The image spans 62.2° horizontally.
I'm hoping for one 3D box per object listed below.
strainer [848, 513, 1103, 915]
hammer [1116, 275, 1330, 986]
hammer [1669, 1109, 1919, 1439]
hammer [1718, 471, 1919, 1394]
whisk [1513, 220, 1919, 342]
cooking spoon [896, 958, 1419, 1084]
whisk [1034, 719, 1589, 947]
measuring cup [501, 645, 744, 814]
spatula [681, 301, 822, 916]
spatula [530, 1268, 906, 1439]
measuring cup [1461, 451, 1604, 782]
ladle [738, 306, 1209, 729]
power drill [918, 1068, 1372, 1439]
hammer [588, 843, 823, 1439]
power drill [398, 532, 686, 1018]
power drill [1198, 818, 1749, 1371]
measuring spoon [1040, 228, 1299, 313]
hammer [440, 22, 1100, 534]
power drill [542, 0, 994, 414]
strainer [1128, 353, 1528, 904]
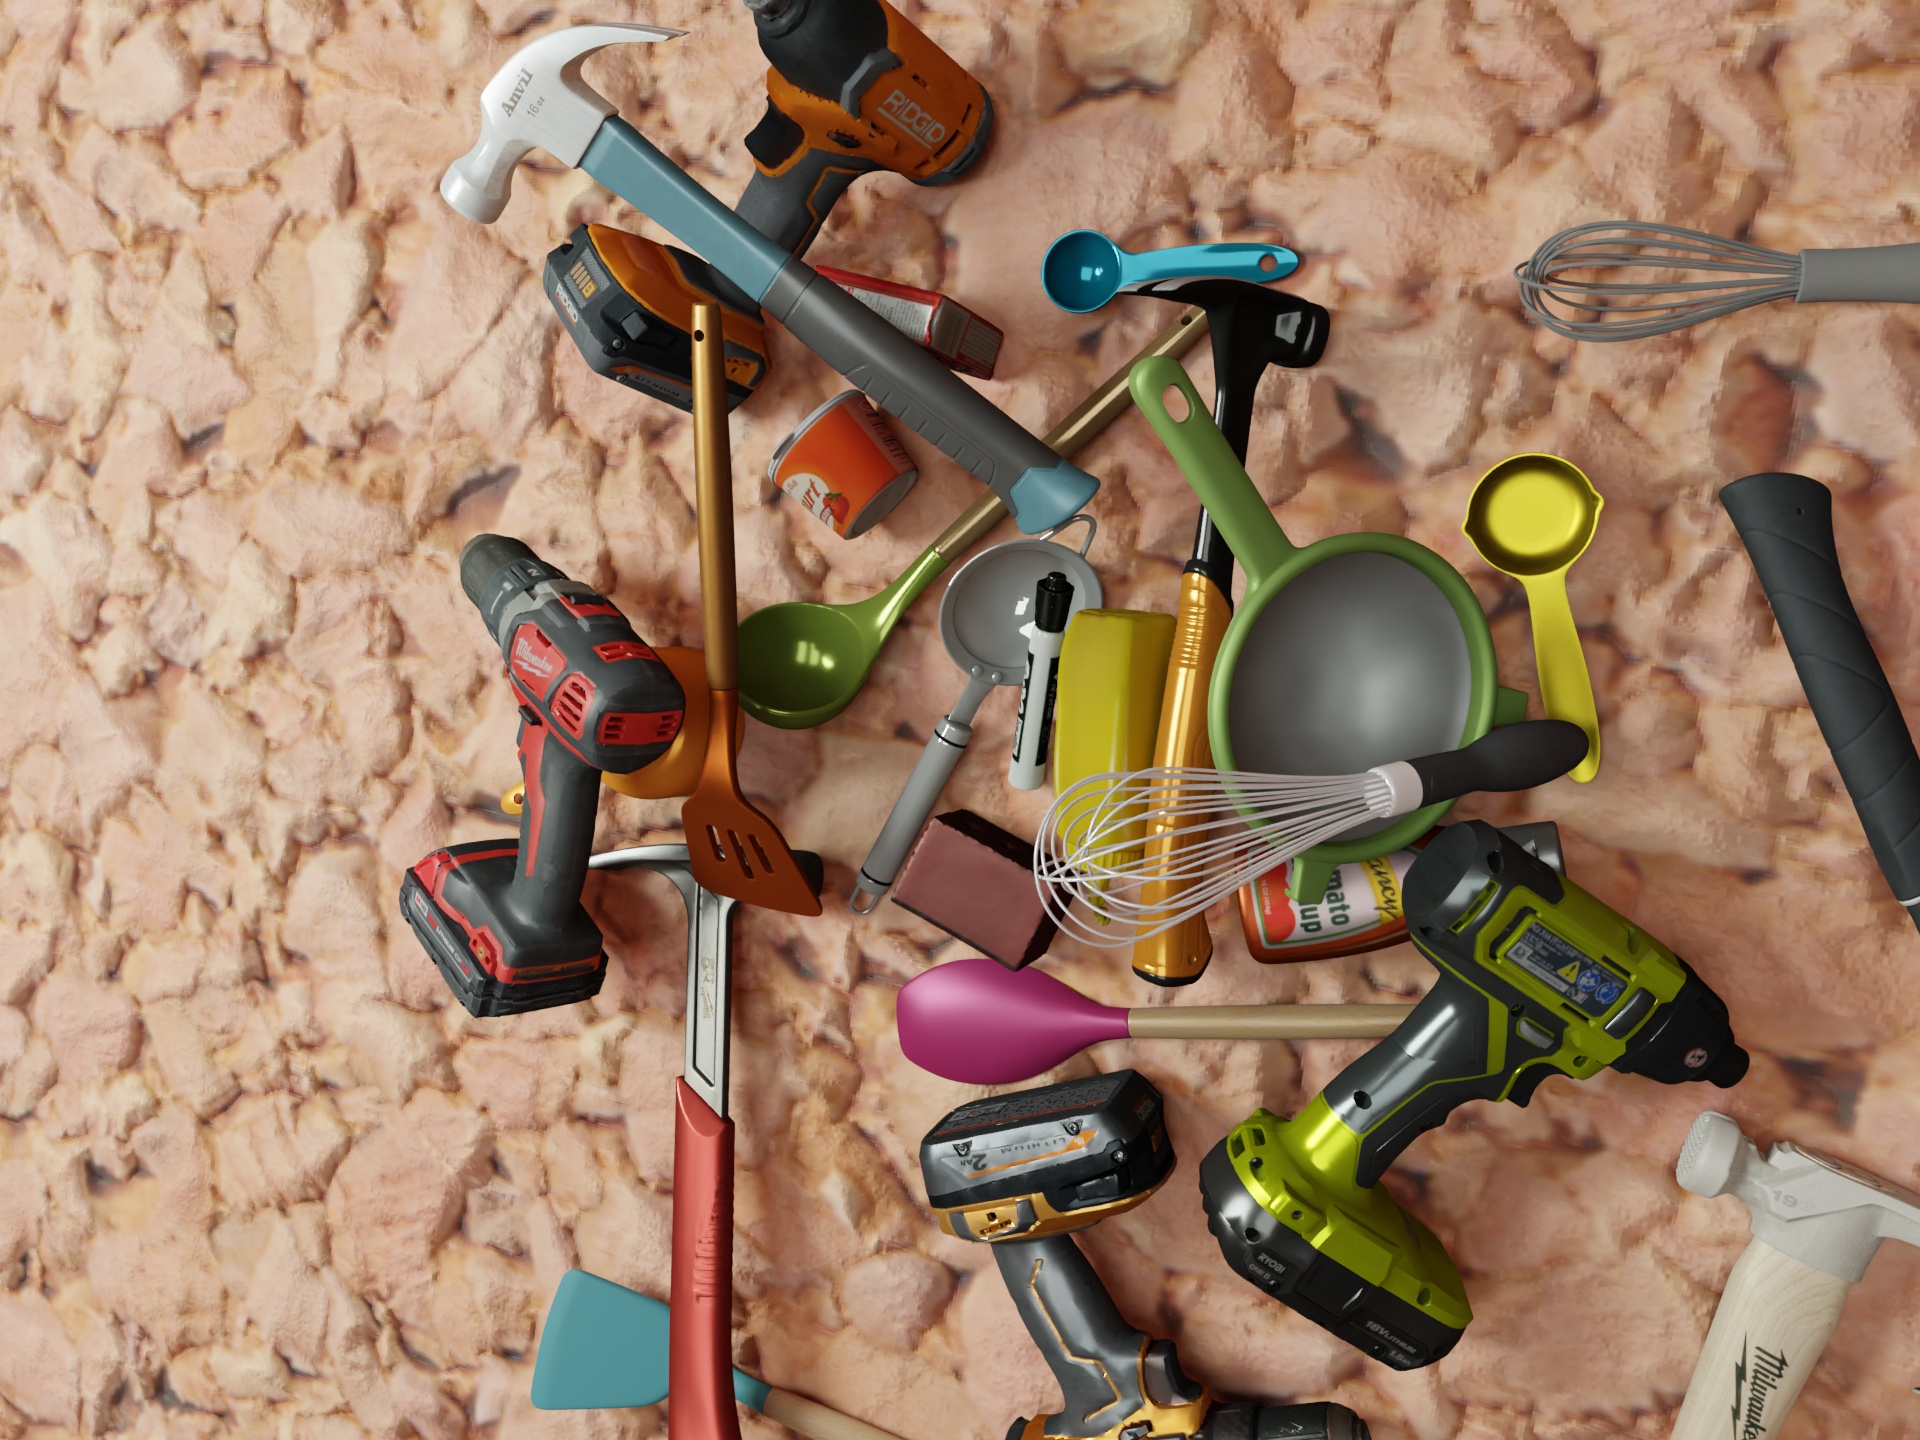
[{"bbox_3d":[-0.001,-0.003,0.837,0.086,0.050,0.258,20,109,-25],"label":"strainer"},{"bbox_3d":[0.111,-0.037,0.755,0.034,0.127,0.337,13,101,45],"label":"hammer"},{"bbox_3d":[0.331,0.391,0.725,0.146,0.038,0.410,22,100,18],"label":"hammer"},{"bbox_3d":[0.406,0.087,0.664,0.149,0.036,0.409,-16,81,-8],"label":"hammer"},{"bbox_3d":[0.364,-0.192,0.686,0.239,0.055,0.055,3,93,18],"label":"whisk"},{"bbox_3d":[0.112,0.154,0.810,0.319,0.017,0.069,-5,91,22],"label":"cooking spoon"},{"bbox_3d":[0.158,0.037,0.678,0.284,0.070,0.070,-11,87,-23],"label":"whisk"},{"bbox_3d":[-0.209,0.018,0.911,0.173,0.052,0.095,-25,83,18],"label":"measuring cup"},{"bbox_3d":[-0.115,-0.043,0.791,0.081,0.041,0.322,10,112,24],"label":"spatula"},{"bbox_3d":[-0.089,0.393,0.883,0.317,0.044,0.082,14,87,19],"label":"spatula"},{"bbox_3d":[0.275,-0.048,0.741,0.062,0.029,0.156,-11,100,20],"label":"measuring cup"},{"bbox_3d":[0.003,-0.108,0.824,0.320,0.062,0.078,-41,58,15],"label":"ladle"},{"bbox_3d":[0.090,0.296,0.794,0.185,0.084,0.226,-16,90,21],"label":"power drill"},{"bbox_3d":[-0.151,0.248,0.884,0.149,0.036,0.359,-2,84,21],"label":"hammer"},{"bbox_3d":[-0.237,0.024,0.862,0.188,0.080,0.226,41,120,37],"label":"power drill"},{"bbox_3d":[0.229,0.175,0.717,0.171,0.080,0.223,33,105,-9],"label":"power drill"},{"bbox_3d":[0.105,-0.227,0.804,0.128,0.021,0.042,1,92,12],"label":"measuring spoon"},{"bbox_3d":[-0.076,-0.196,0.744,0.331,0.033,0.128,36,117,-9],"label":"hammer"},{"bbox_3d":[-0.106,-0.268,0.803,0.226,0.164,0.084,-42,64,20],"label":"power drill"},{"bbox_3d":[0.139,-0.054,0.720,0.151,0.069,0.256,-40,109,-11],"label":"strainer"}]
